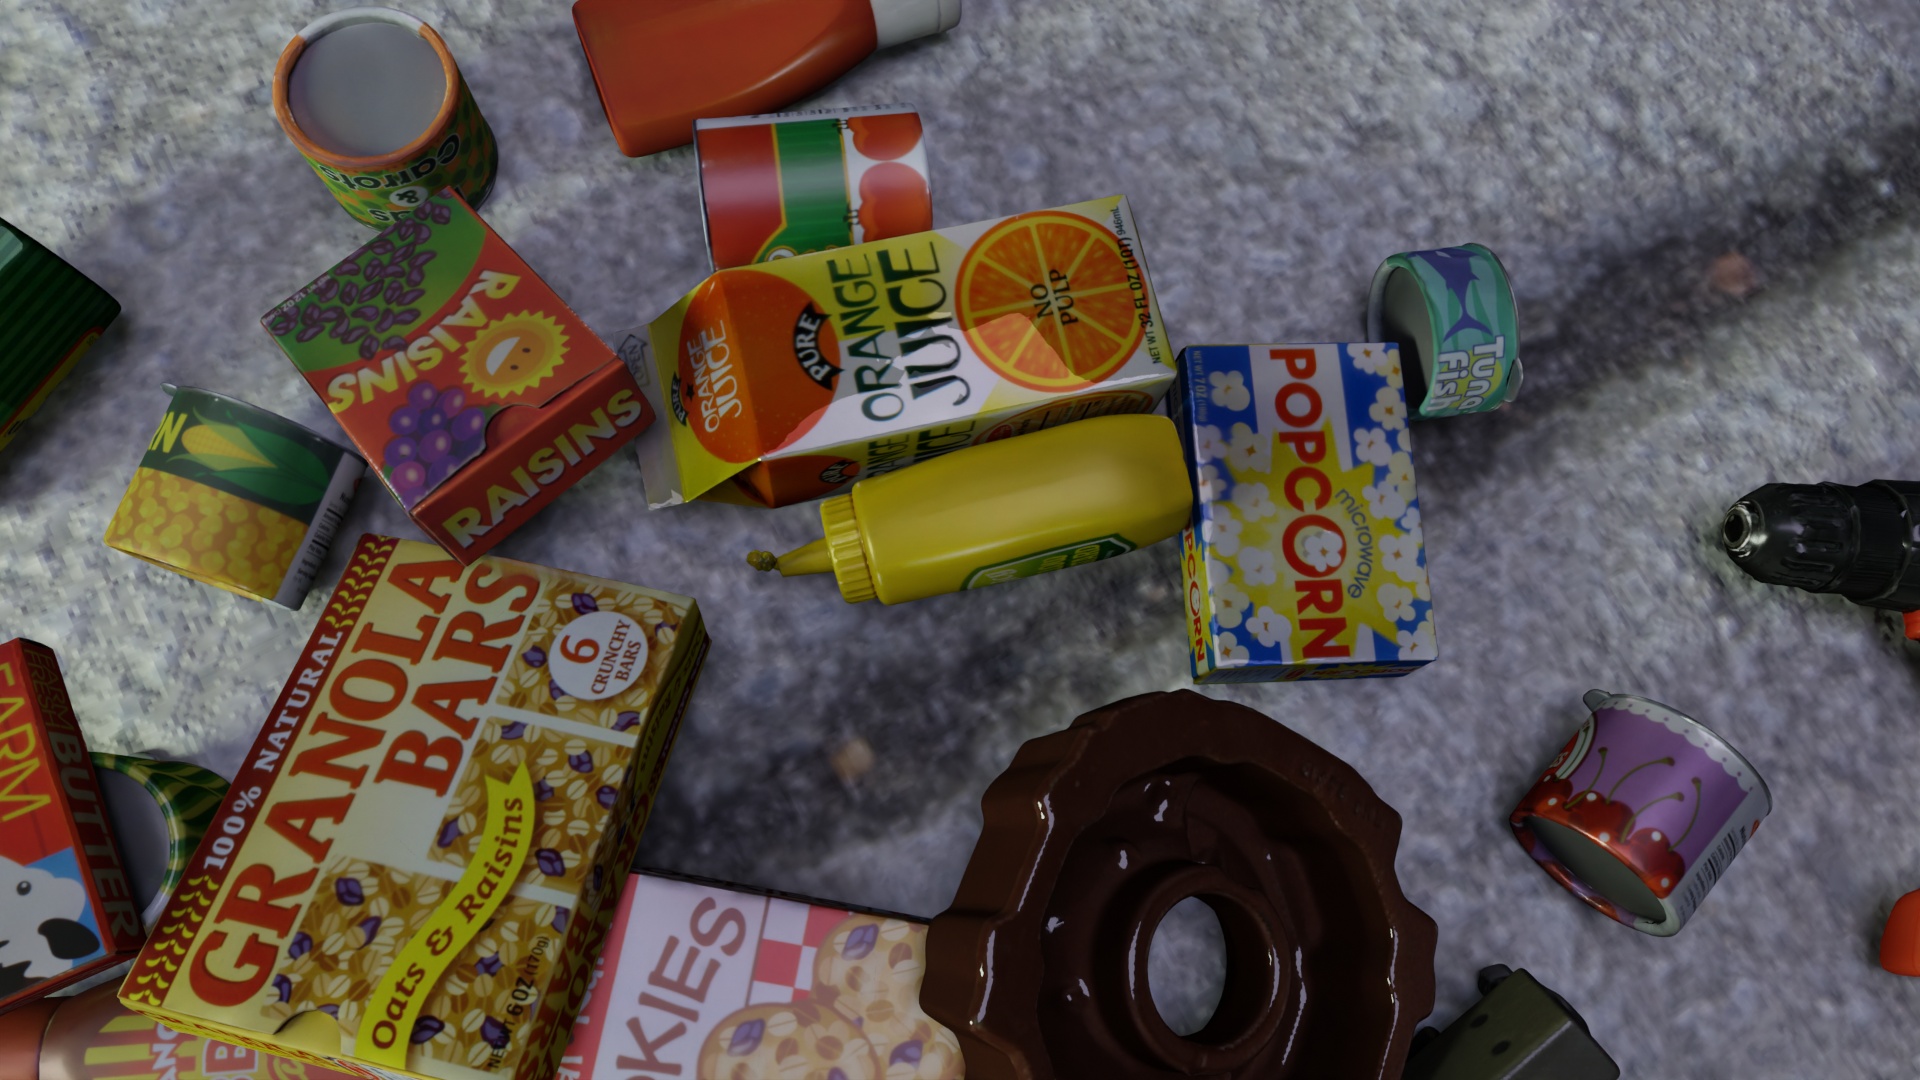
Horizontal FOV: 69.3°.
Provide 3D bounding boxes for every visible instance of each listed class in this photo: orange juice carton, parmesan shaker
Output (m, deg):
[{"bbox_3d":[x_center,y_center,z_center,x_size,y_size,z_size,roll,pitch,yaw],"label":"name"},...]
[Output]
[{"bbox_3d":[-0.026,-0.063,0.511,0.193,0.073,0.072,-12,78,-7],"label":"orange juice carton"},{"bbox_3d":[-0.355,-0.062,0.484,0.071,0.071,0.103,32,75,3],"label":"parmesan shaker"}]

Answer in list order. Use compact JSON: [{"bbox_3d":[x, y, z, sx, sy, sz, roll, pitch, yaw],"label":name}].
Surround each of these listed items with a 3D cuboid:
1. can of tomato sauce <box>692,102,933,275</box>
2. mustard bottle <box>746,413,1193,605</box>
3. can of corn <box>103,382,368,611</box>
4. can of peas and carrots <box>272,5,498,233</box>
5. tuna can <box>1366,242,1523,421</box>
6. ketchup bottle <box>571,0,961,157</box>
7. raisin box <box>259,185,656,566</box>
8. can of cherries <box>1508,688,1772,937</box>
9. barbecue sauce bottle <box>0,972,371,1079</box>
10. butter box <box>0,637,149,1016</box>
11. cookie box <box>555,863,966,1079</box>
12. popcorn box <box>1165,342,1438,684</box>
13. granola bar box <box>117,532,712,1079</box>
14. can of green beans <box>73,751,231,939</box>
[{"bbox_3d":[-0.056,-0.128,0.528,0.083,0.071,0.071,-7,77,-7],"label":"can of tomato sauce"},{"bbox_3d":[0.002,-0.006,0.507,0.160,0.065,0.049,-14,78,-2],"label":"mustard bottle"},{"bbox_3d":[-0.253,-0.014,0.482,0.071,0.071,0.058,19,76,0],"label":"can of corn"},{"bbox_3d":[-0.215,-0.155,0.524,0.071,0.058,0.071,1,77,-4],"label":"can of peas and carrots"},{"bbox_3d":[0.185,-0.078,0.536,0.033,0.071,0.071,-9,78,-5],"label":"tuna can"},{"bbox_3d":[-0.074,-0.204,0.556,0.149,0.043,0.065,-20,80,-10],"label":"ketchup bottle"},{"bbox_3d":[-0.178,-0.061,0.492,0.086,0.040,0.123,-40,60,-13],"label":"raisin box"},{"bbox_3d":[0.241,0.097,0.501,0.071,0.071,0.058,43,78,6],"label":"can of cherries"},{"bbox_3d":[-0.251,0.164,0.451,0.149,0.043,0.065,-2,74,-5],"label":"barbecue sauce bottle"},{"bbox_3d":[-0.288,0.086,0.415,0.053,0.024,0.103,-22,79,-9],"label":"butter box"},{"bbox_3d":[-0.065,0.181,0.465,0.167,0.040,0.123,11,76,-2],"label":"cookie box"},{"bbox_3d":[0.128,-0.011,0.530,0.085,0.038,0.127,-2,77,-6],"label":"popcorn box"},{"bbox_3d":[-0.167,0.084,0.449,0.124,0.039,0.166,10,59,8],"label":"granola bar box"},{"bbox_3d":[-0.277,0.104,0.456,0.071,0.057,0.071,1,76,-5],"label":"can of green beans"}]
